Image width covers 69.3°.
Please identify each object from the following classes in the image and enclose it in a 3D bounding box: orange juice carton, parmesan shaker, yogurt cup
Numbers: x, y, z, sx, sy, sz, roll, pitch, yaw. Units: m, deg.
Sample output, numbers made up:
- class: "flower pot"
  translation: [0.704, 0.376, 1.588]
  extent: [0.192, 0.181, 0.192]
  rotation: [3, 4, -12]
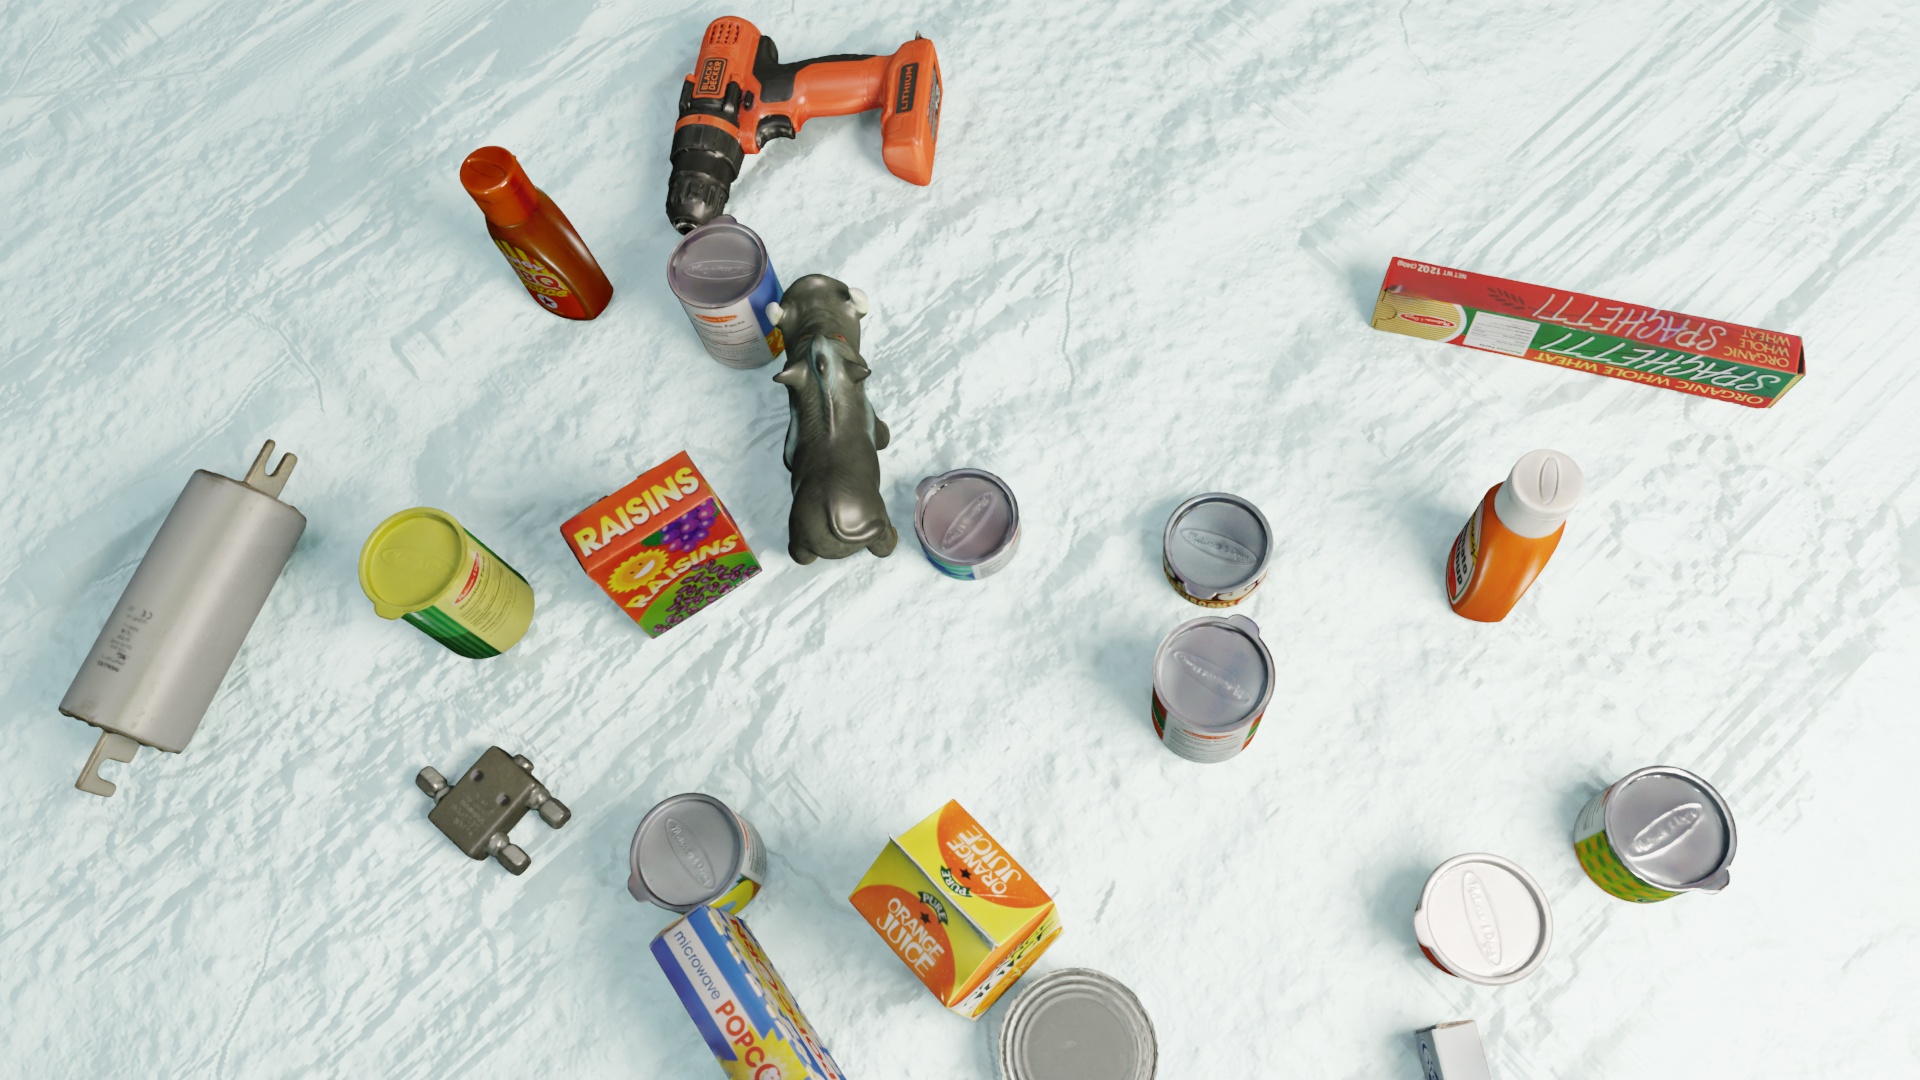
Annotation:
- class: "orange juice carton"
  translation: [0.001, 0.190, 0.710]
  extent: [0.073, 0.192, 0.072]
  rotation: [-43, 70, -10]
- class: "parmesan shaker"
  translation: [-0.316, 0.031, 0.857]
  extent: [0.071, 0.102, 0.071]
  rotation: [-2, 68, 6]
- class: "yogurt cup"
  translation: [0.277, 0.206, 0.748]
  extent: [0.072, 0.053, 0.072]
  rotation: [-2, 68, 6]

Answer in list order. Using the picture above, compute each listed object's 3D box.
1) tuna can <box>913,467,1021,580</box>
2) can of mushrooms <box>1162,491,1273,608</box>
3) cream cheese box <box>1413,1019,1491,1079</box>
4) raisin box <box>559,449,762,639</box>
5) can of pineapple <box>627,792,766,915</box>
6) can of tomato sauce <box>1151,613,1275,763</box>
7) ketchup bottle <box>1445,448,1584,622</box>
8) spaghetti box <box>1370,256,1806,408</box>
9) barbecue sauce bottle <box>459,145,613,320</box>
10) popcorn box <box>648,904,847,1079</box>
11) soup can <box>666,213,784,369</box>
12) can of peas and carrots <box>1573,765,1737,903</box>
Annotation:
- class: "tuna can"
  translation: [0.003, -0.011, 0.877]
  extent: [0.071, 0.032, 0.071]
  rotation: [-2, 68, 5]
- class: "can of mushrooms"
  translation: [0.156, 0.009, 0.852]
  extent: [0.071, 0.033, 0.071]
  rotation: [-2, 68, 5]
- class: "cream cheese box"
  translation: [0.261, 0.302, 0.712]
  extent: [0.024, 0.053, 0.104]
  rotation: [-10, 67, 2]
- class: "raisin box"
  translation: [-0.178, 0.005, 0.842]
  extent: [0.086, 0.123, 0.040]
  rotation: [-32, 69, -7]
- class: "can of pineapple"
  translation: [-0.152, 0.184, 0.802]
  extent: [0.071, 0.057, 0.071]
  rotation: [-2, 68, 6]
- class: "can of tomato sauce"
  translation: [0.143, 0.085, 0.796]
  extent: [0.071, 0.083, 0.071]
  rotation: [-2, 68, 6]
- class: "ketchup bottle"
  translation: [0.310, -0.005, 0.778]
  extent: [0.043, 0.148, 0.065]
  rotation: [10, 70, 10]
- class: "spaghetti box"
  translation: [0.389, -0.130, 0.874]
  extent: [0.250, 0.050, 0.029]
  rotation: [14, 71, 12]
- class: "barbecue sauce bottle"
  translation: [-0.284, -0.203, 0.924]
  extent: [0.065, 0.148, 0.044]
  rotation: [23, 73, 14]
- class: "popcorn box"
  translation: [-0.110, 0.262, 0.751]
  extent: [0.038, 0.085, 0.127]
  rotation: [-36, 69, -8]
- class: "soup can"
  translation: [-0.151, -0.165, 0.929]
  extent: [0.071, 0.083, 0.071]
  rotation: [-2, 68, 6]
- class: "can of peas and carrots"
  translation: [0.376, 0.162, 0.752]
  extent: [0.071, 0.058, 0.071]
  rotation: [-2, 68, 6]
